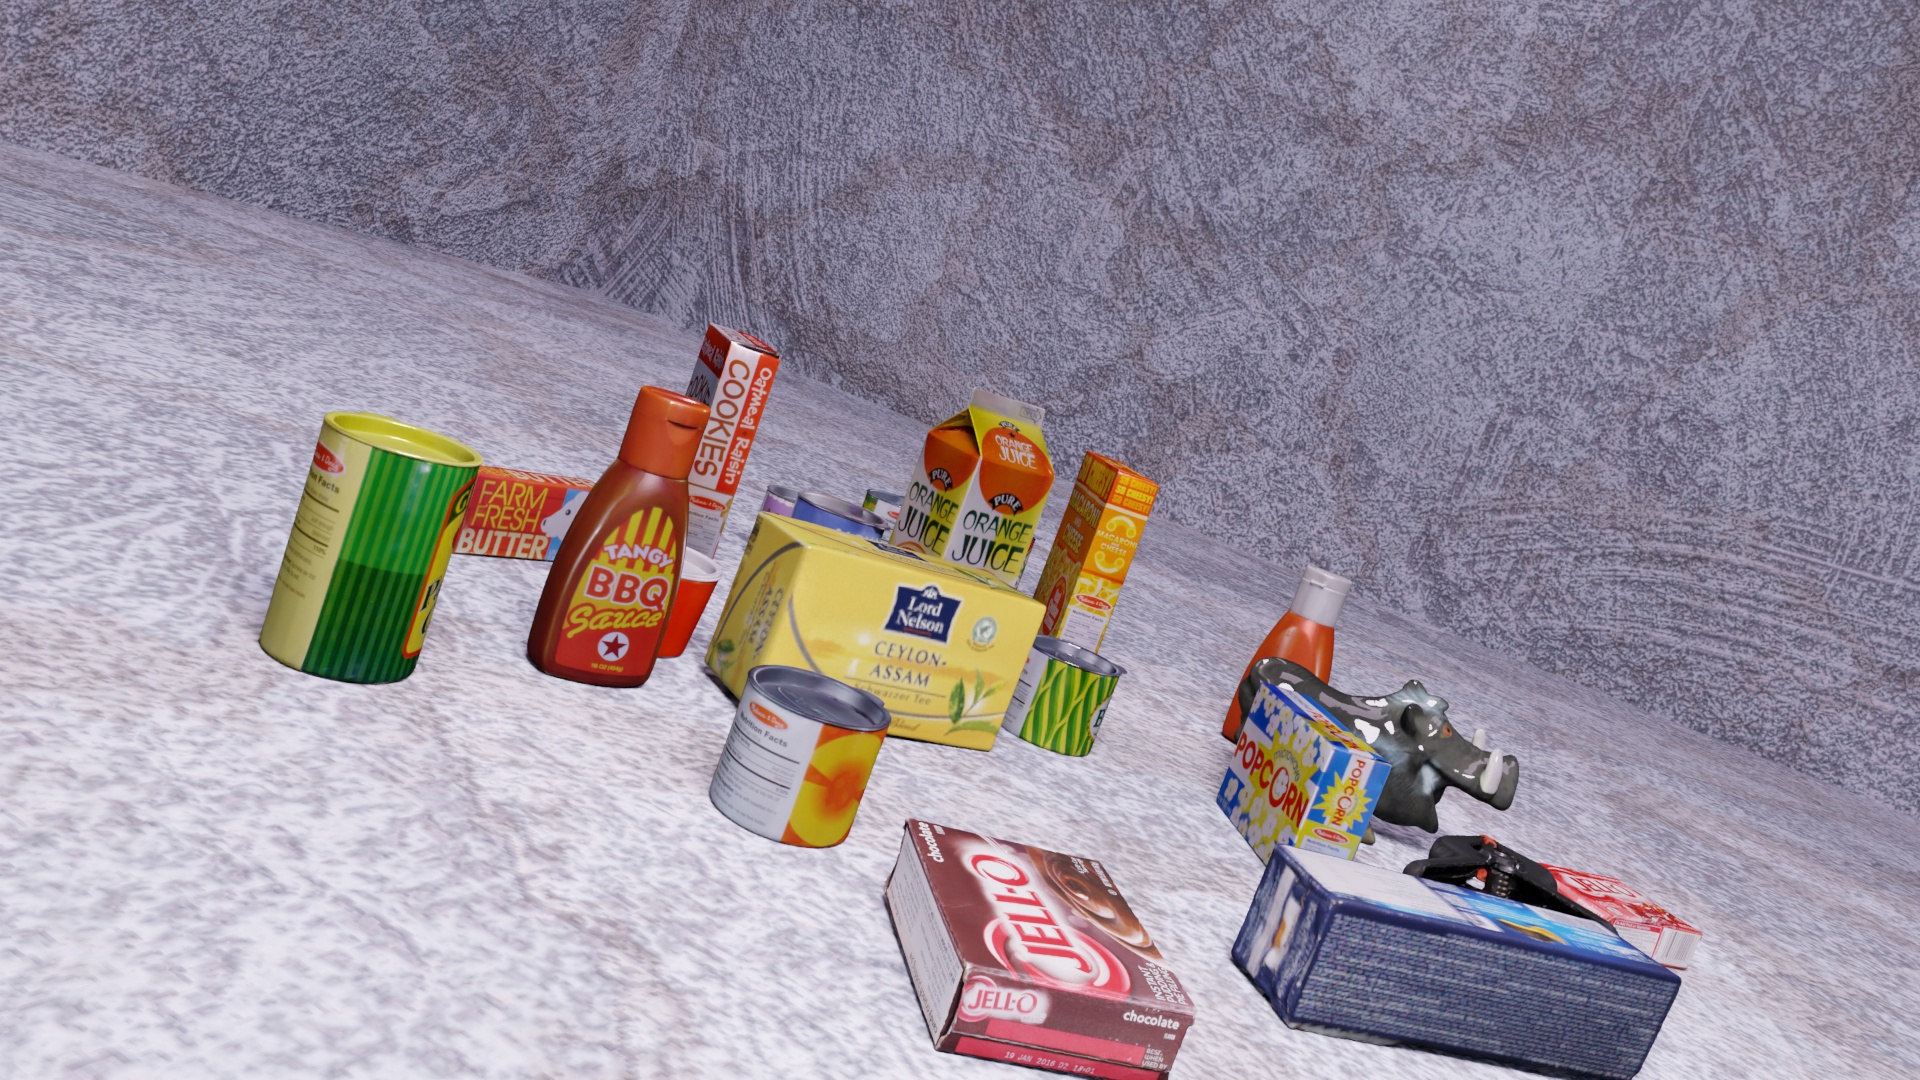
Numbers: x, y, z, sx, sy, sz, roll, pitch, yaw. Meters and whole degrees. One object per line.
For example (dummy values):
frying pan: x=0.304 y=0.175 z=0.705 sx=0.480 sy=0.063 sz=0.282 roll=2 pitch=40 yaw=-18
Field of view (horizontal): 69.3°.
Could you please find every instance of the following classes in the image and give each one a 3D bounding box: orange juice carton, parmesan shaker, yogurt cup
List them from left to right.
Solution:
parmesan shaker: x=-0.258 y=0.002 z=0.607 sx=0.071 sy=0.103 sz=0.071 roll=20 pitch=8 yaw=-3
yogurt cup: x=-0.174 y=0.032 z=0.783 sx=0.072 sy=0.054 sz=0.072 roll=20 pitch=8 yaw=-3
orange juice carton: x=0.004 y=-0.013 z=1.006 sx=0.072 sy=0.192 sz=0.073 roll=14 pitch=10 yaw=-38

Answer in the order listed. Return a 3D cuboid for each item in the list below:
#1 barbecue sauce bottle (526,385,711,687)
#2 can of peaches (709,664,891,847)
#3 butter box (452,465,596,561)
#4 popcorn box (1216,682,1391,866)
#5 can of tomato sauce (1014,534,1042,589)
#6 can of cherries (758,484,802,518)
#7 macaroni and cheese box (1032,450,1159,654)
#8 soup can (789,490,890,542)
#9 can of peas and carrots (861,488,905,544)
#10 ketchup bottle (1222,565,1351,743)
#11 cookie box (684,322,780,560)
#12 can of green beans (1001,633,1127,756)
barbecue sauce bottle: x=-0.166 y=-0.002 z=0.696 sx=0.065 sy=0.148 sz=0.044 roll=14 pitch=10 yaw=-37
can of peaches: x=-0.069 y=0.094 z=0.612 sx=0.071 sy=0.058 sz=0.071 roll=20 pitch=8 yaw=-3
butter box: x=-0.271 y=-0.016 z=0.864 sx=0.024 sy=0.053 sz=0.103 roll=25 pitch=10 yaw=34
popcorn box: x=0.200 y=0.145 z=0.827 sx=0.038 sy=0.085 sz=0.127 roll=19 pitch=8 yaw=-10
can of tomato sauce: x=0.023 y=0.024 z=1.195 sx=0.071 sy=0.083 sz=0.071 roll=20 pitch=8 yaw=-3
can of cherries: x=-0.130 y=-0.005 z=1.110 sx=0.071 sy=0.058 sz=0.071 roll=20 pitch=8 yaw=-3
macaroni and cheese box: x=0.105 y=0.016 z=1.149 sx=0.040 sy=0.166 sz=0.124 roll=19 pitch=8 yaw=-10
soup can: x=-0.093 y=0.016 z=0.968 sx=0.071 sy=0.083 sz=0.071 roll=20 pitch=8 yaw=-3
can of peas and carrots: x=-0.065 y=-0.010 z=1.291 sx=0.071 sy=0.058 sz=0.071 roll=20 pitch=8 yaw=-3
ketchup bottle: x=0.255 y=0.094 z=1.064 sx=0.065 sy=0.148 sz=0.043 roll=25 pitch=9 yaw=31
cookie box: x=-0.186 y=-0.072 z=1.029 sx=0.040 sy=0.167 sz=0.123 roll=17 pitch=8 yaw=-21
can of green beans: x=0.063 y=0.099 z=0.893 sx=0.071 sy=0.057 sz=0.071 roll=20 pitch=8 yaw=-3
